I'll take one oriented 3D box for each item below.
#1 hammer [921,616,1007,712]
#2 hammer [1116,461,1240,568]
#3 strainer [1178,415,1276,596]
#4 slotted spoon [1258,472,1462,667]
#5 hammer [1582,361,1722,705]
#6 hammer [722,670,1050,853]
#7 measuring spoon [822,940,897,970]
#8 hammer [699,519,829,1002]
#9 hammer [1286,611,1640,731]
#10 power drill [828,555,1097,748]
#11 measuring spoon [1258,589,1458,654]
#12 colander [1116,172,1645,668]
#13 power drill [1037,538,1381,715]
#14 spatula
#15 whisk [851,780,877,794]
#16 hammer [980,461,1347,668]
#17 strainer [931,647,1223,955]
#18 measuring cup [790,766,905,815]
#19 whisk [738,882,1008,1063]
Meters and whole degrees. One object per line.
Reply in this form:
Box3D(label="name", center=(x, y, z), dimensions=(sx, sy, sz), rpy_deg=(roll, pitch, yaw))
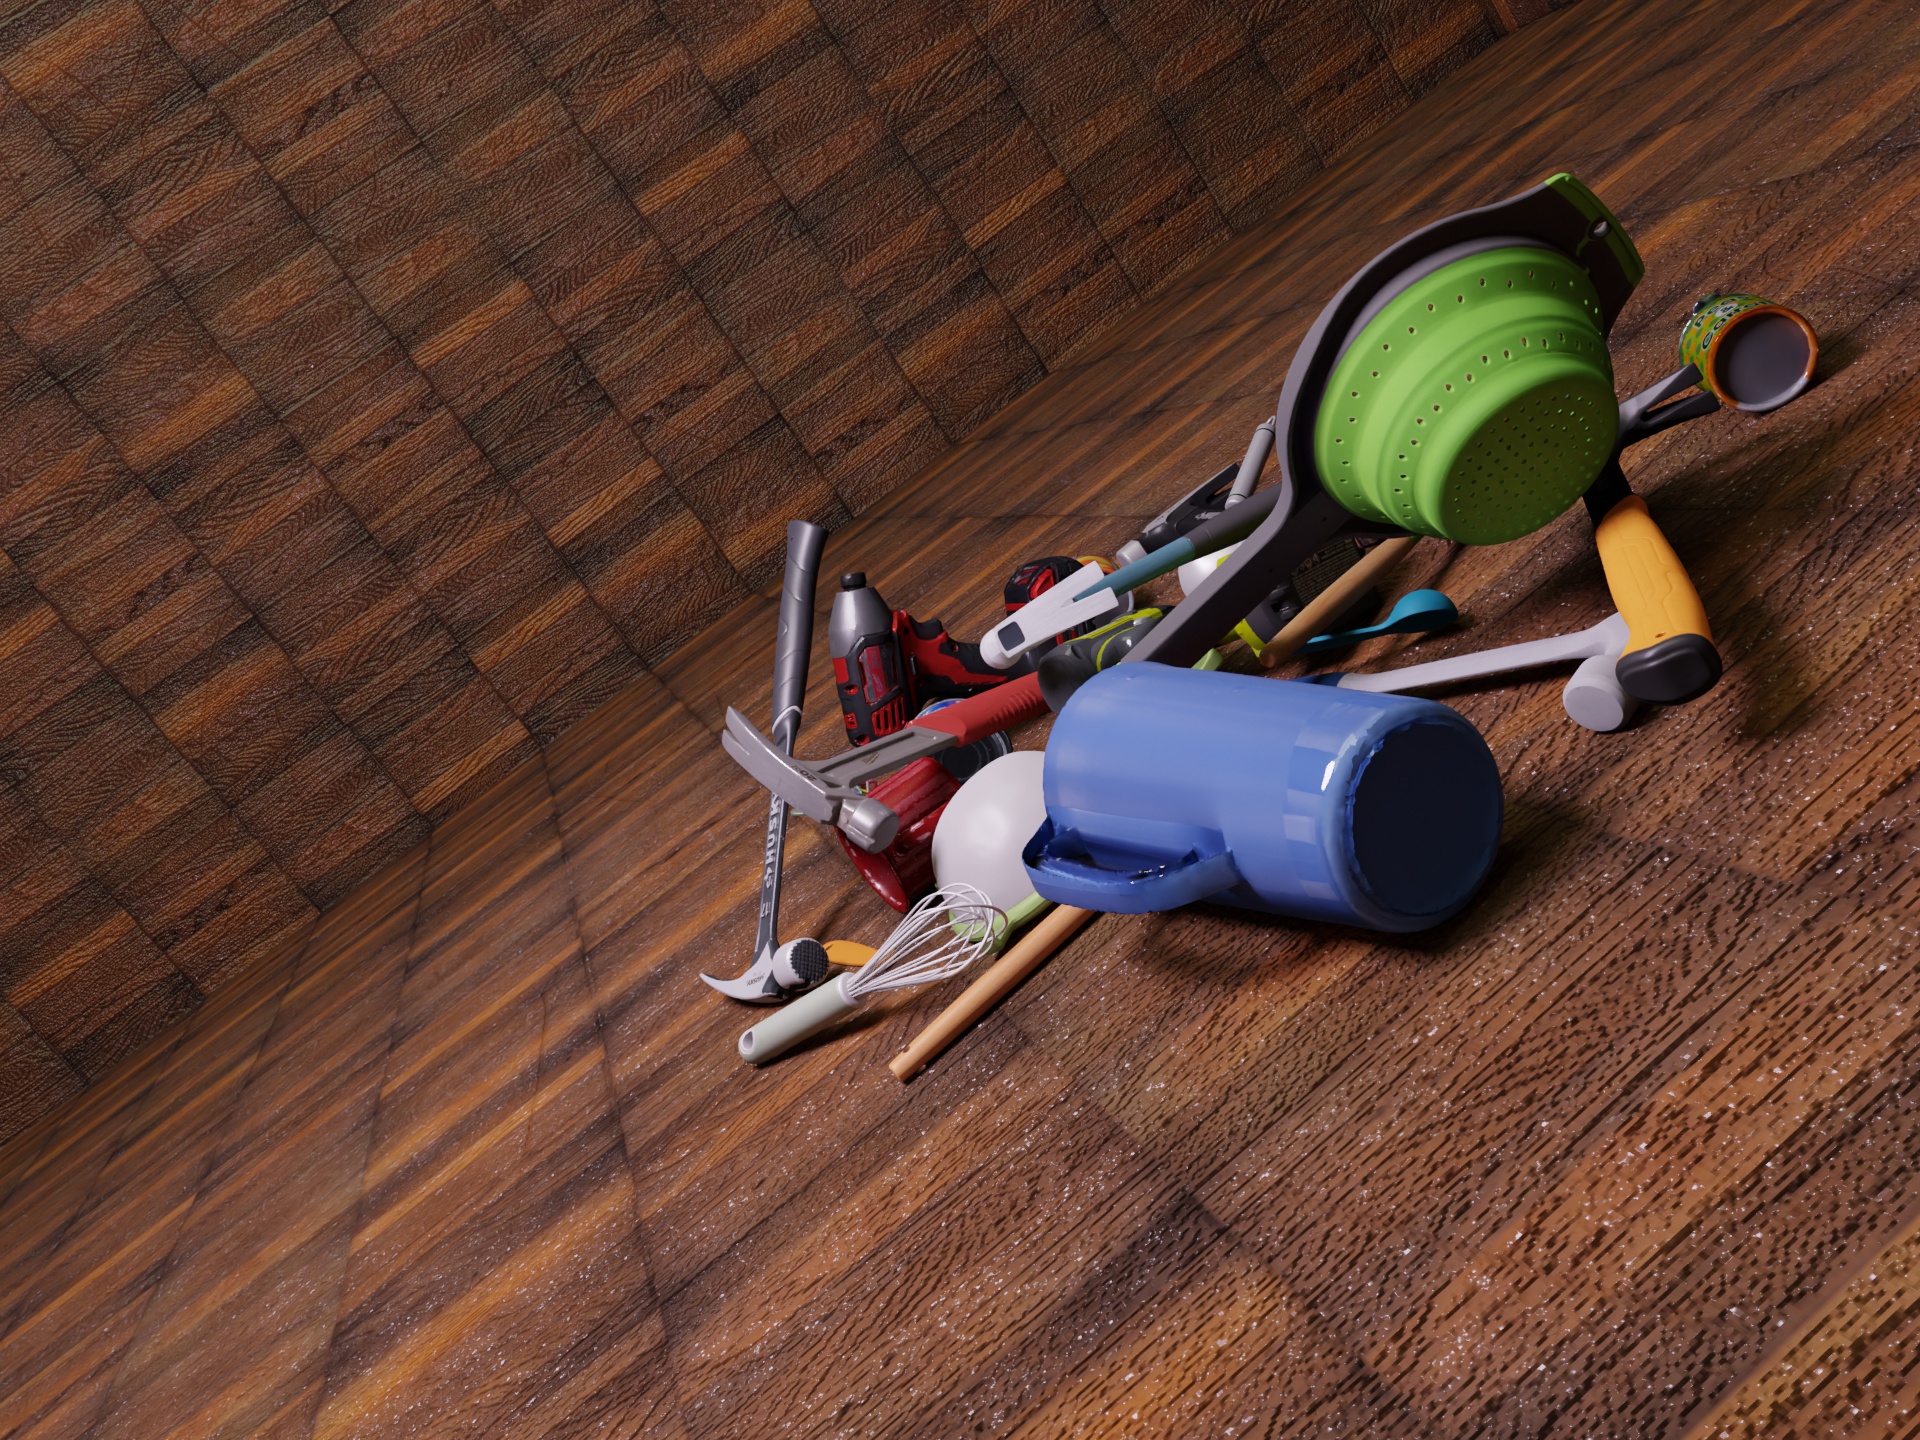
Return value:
Box3D(label="hammer", center=(-0.027, -0.045, 1.565), dimensions=(0.143, 0.038, 0.386), rpy_deg=(-45, 11, -4))
Box3D(label="hammer", center=(0.260, -0.178, 1.410), dimensions=(0.146, 0.035, 0.335), rpy_deg=(-39, 16, -9))
Box3D(label="strainer", center=(0.229, -0.176, 1.342), dimensions=(0.087, 0.050, 0.259), rpy_deg=(-49, 11, 53))
Box3D(label="slotted spoon", center=(0.286, -0.110, 1.065), dimensions=(0.070, 0.031, 0.314), rpy_deg=(-13, 18, 49))
Box3D(label="hammer", center=(0.357, -0.100, 0.833), dimensions=(0.127, 0.034, 0.337), rpy_deg=(-29, 17, 26))
Box3D(label="hammer", center=(-0.002, -0.004, 1.178), dimensions=(0.359, 0.149, 0.036), rpy_deg=(-22, -42, -47))
Box3D(label="measuring spoon", center=(-0.077, 0.165, 1.140), dimensions=(0.021, 0.011, 0.117), rpy_deg=(-42, 17, -24))
Box3D(label="hammer", center=(-0.139, 0.022, 1.249), dimensions=(0.149, 0.036, 0.409), rpy_deg=(-29, 51, 49))
Box3D(label="hammer", center=(0.248, -0.023, 0.971), dimensions=(0.144, 0.035, 0.405), rpy_deg=(-45, 18, -32))
Box3D(label="power drill", center=(-0.002, -0.067, 1.316), dimensions=(0.219, 0.143, 0.078), rpy_deg=(-14, 7, -20))
Box3D(label="measuring spoon", center=(0.253, -0.063, 1.023), dimensions=(0.128, 0.021, 0.042), rpy_deg=(-12, -18, 24))
Box3D(label="colander", center=(0.229, -0.109, 0.888), dimensions=(0.397, 0.204, 0.095), rpy_deg=(-45, 44, 21))
Box3D(label="power drill", center=(0.183, -0.075, 1.162), dimensions=(0.171, 0.080, 0.223), rpy_deg=(-26, 2, -44))
Box3D(label="spatula", center=(0.076, 0.098, 0.963), dimensions=(0.322, 0.041, 0.081), rpy_deg=(-40, 18, -14))
Box3D(label="whisk", center=(-0.101, 0.065, 1.440), dimensions=(0.047, 0.051, 0.245), rpy_deg=(-43, 13, -5))
Box3D(label="hammer", center=(0.171, -0.128, 1.141), dimensions=(0.331, 0.033, 0.128), rpy_deg=(-27, -2, -17))
Box3D(label="strainer", center=(0.067, 0.031, 1.054), dimensions=(0.256, 0.069, 0.151), rpy_deg=(-47, 16, -1))
Box3D(label="measuring cup", center=(-0.061, 0.043, 1.306), dimensions=(0.167, 0.038, 0.083), rpy_deg=(-13, 21, -9))
Box3D(label="whisk", center=(-0.063, 0.169, 1.016), dimensions=(0.246, 0.059, 0.058), rpy_deg=(-35, 48, 35))
